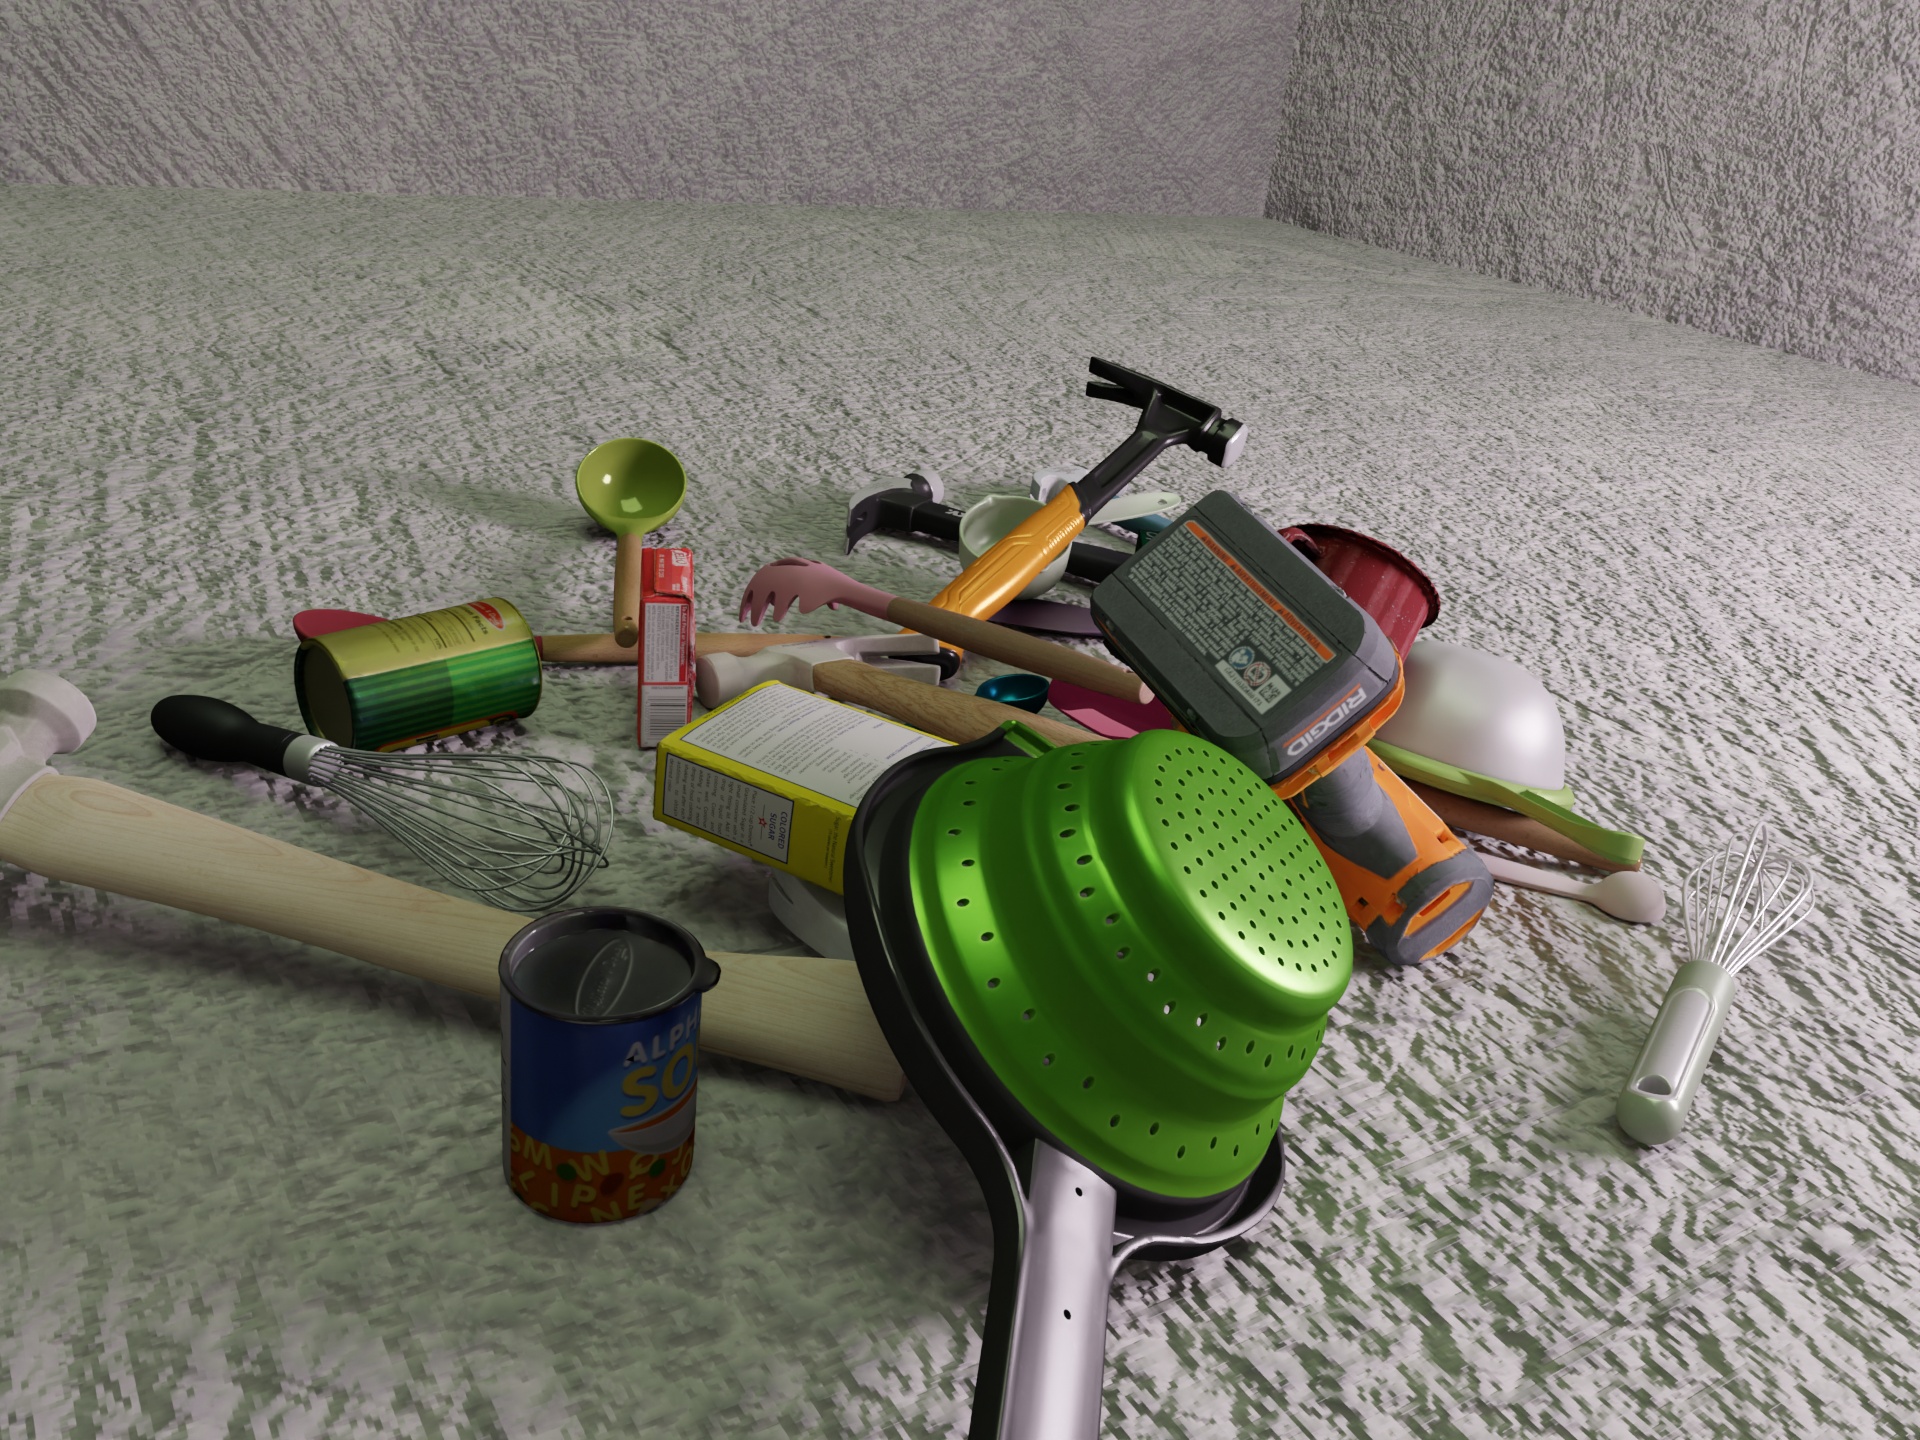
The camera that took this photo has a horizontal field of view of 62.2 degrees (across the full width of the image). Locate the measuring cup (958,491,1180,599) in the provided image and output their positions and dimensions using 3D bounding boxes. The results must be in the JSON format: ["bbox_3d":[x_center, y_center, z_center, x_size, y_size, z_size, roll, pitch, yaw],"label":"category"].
[{"bbox_3d":[0.076,-0.125,1.091,0.167,0.038,0.083,-15,50,-21],"label":"measuring cup"}]

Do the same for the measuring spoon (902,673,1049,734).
[{"bbox_3d":[-0.002,0.004,0.894,0.128,0.021,0.042,-24,28,-33],"label":"measuring spoon"}]

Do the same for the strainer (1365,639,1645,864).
[{"bbox_3d":[0.277,0.006,0.815,0.151,0.069,0.256,14,10,-13],"label":"strainer"}]

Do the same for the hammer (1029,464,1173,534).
[{"bbox_3d":[0.175,-0.135,1.210,0.128,0.033,0.331,-12,31,-36],"label":"hammer"}]

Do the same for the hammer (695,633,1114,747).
[{"bbox_3d":[-0.001,-0.003,0.807,0.130,0.031,0.331,-13,19,-35],"label":"hammer"}]

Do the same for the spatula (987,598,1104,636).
[{"bbox_3d":[0.154,-0.055,1.050,0.316,0.018,0.060,9,23,8],"label":"spatula"}]

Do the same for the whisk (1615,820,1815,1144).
[{"bbox_3d":[0.332,0.112,0.705,0.058,0.059,0.246,9,27,34],"label":"whisk"}]

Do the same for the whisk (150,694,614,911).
[{"bbox_3d":[-0.273,0.025,0.729,0.285,0.070,0.070,14,25,26],"label":"whisk"}]

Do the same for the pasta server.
[{"bbox_3d":[-0.017,-0.047,0.865,0.060,0.040,0.316,-15,25,-40],"label":"pasta server"}]

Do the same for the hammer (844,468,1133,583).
[{"bbox_3d":[0.071,-0.119,1.147,0.335,0.035,0.146,18,27,23],"label":"hammer"}]

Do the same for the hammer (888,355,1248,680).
[{"bbox_3d":[0.057,-0.133,1.045,0.127,0.034,0.337,30,51,20],"label":"hammer"}]

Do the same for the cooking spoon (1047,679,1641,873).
[{"bbox_3d":[0.199,0.028,0.829,0.319,0.017,0.069,17,28,1],"label":"cooking spoon"}]

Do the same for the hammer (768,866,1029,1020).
[{"bbox_3d":[0.067,0.037,0.810,0.144,0.035,0.405,21,28,27],"label":"hammer"}]

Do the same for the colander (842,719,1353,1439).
[{"bbox_3d":[0.056,0.118,0.485,0.204,0.094,0.397,37,33,-17],"label":"colander"}]

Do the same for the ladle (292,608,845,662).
[{"bbox_3d":[-0.217,-0.043,0.923,0.315,0.031,0.069,-1,26,-20],"label":"ladle"}]

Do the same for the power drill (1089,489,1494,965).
[{"bbox_3d":[0.142,0.002,0.696,0.084,0.226,0.164,-40,49,3],"label":"power drill"}]

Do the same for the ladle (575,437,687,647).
[{"bbox_3d":[-0.213,-0.118,1.022,0.078,0.062,0.320,1,22,-11],"label":"ladle"}]

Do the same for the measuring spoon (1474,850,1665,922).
[{"bbox_3d":[0.294,0.074,0.807,0.124,0.018,0.034,15,26,18],"label":"measuring spoon"}]

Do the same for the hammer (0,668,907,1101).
[{"bbox_3d":[-0.220,0.086,0.609,0.410,0.038,0.146,14,47,5],"label":"hammer"}]
